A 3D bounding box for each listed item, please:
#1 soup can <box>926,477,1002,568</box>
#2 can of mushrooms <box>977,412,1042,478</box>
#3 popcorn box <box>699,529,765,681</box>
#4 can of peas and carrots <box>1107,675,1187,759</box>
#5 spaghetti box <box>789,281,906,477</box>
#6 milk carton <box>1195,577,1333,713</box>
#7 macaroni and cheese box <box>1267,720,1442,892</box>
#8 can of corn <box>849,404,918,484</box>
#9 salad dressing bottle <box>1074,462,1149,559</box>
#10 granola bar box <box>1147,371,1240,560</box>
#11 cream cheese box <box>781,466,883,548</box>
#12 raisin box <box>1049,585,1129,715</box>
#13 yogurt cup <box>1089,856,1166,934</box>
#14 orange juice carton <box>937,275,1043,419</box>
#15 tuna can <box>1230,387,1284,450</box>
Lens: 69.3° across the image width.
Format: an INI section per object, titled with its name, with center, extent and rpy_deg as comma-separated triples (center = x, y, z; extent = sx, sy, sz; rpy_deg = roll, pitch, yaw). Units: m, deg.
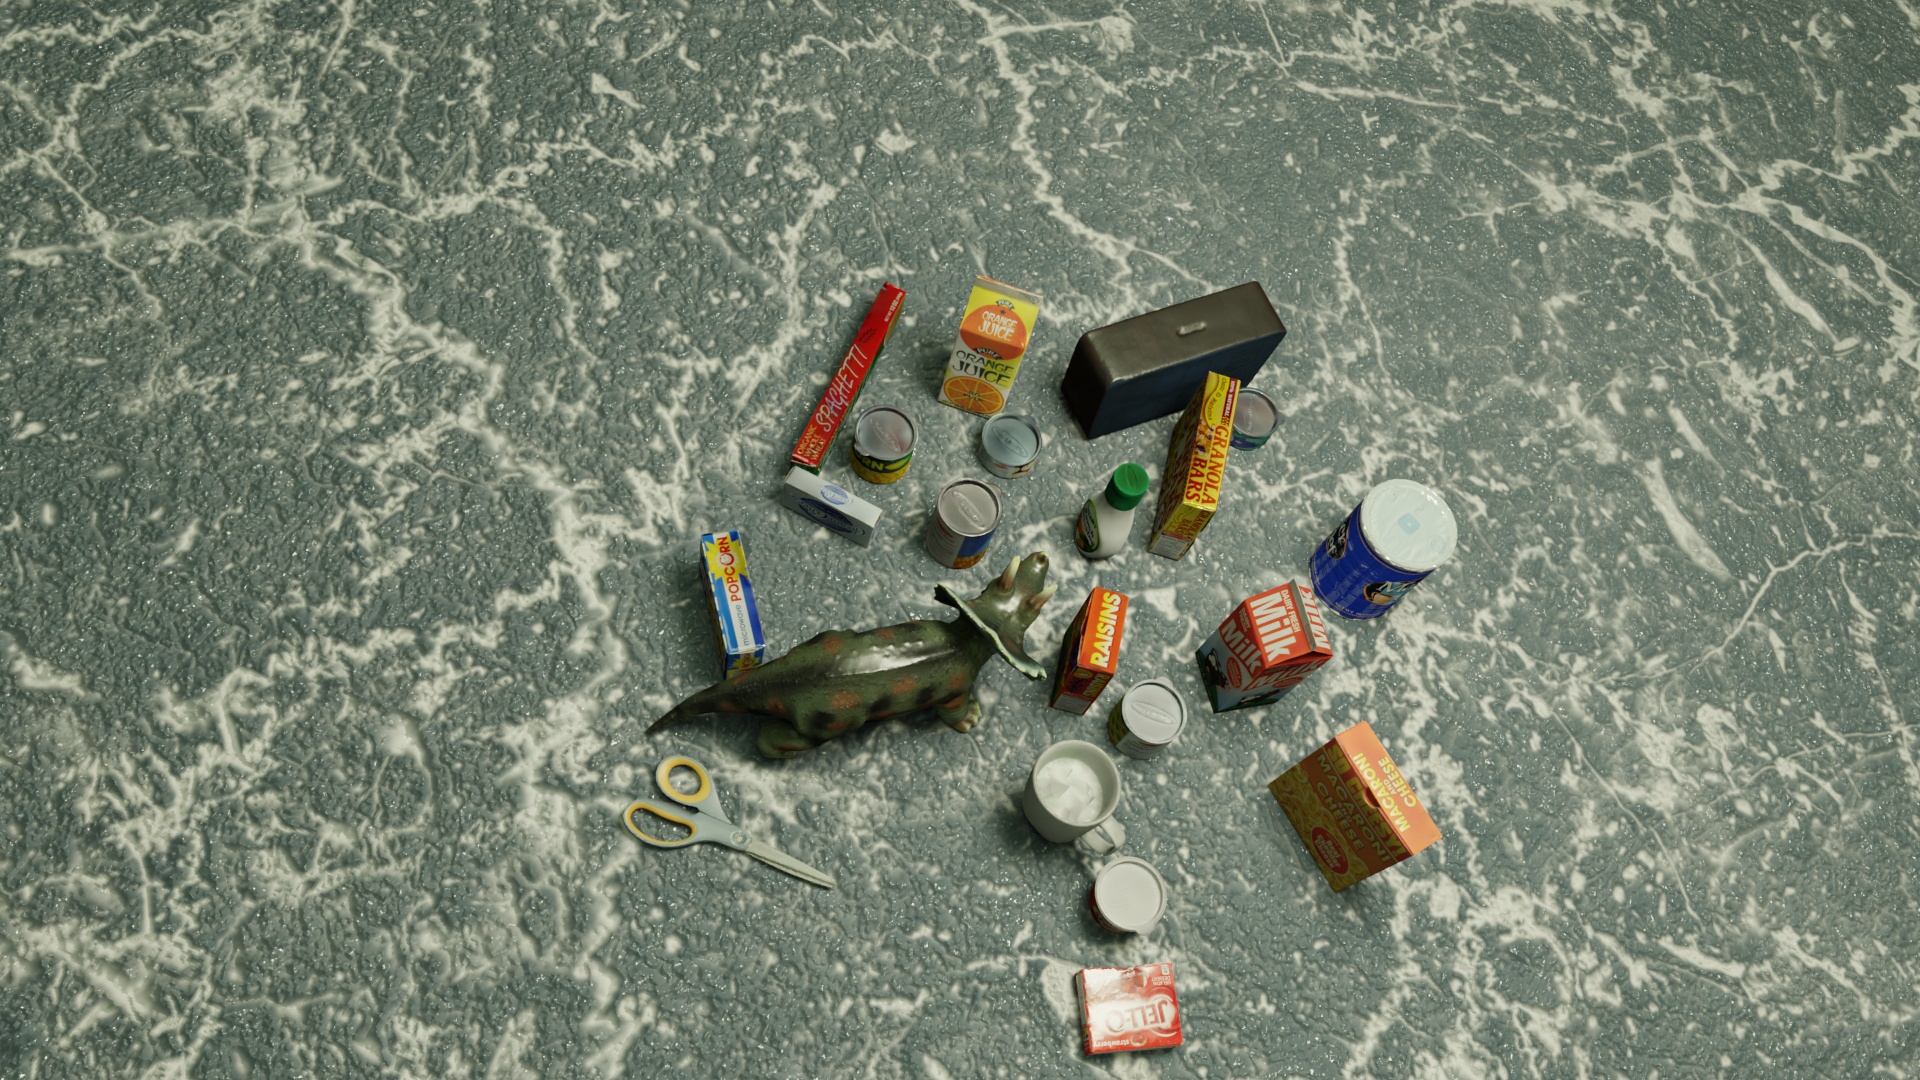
[soup can]
center = 0.005, -0.018, 1.422
extent = 0.071, 0.083, 0.071
rpy_deg = 4, 64, -9
[can of mushrooms]
center = 0.054, -0.103, 1.501
extent = 0.071, 0.033, 0.071
rpy_deg = 4, 64, -9
[popcorn box]
center = -0.221, 0.064, 1.338
extent = 0.038, 0.085, 0.127
rpy_deg = -10, 67, -15
[can of peas and carrots]
center = 0.185, 0.175, 1.377
extent = 0.071, 0.058, 0.071
rpy_deg = 4, 64, -9
[spaghetti box]
center = -0.120, -0.168, 1.489
extent = 0.029, 0.050, 0.251
rpy_deg = 23, 63, 1
[milk carton]
center = 0.301, 0.104, 1.360
extent = 0.073, 0.189, 0.072
rpy_deg = -8, 67, -14
[macaroni and cheese box]
center = 0.368, 0.255, 1.313
extent = 0.040, 0.165, 0.124
rpy_deg = -24, 71, -20
[can of corn]
center = -0.083, -0.099, 1.458
extent = 0.071, 0.058, 0.071
rpy_deg = 4, 64, -9
[salad dressing bottle]
center = 0.155, -0.031, 1.421
extent = 0.044, 0.147, 0.064
rpy_deg = -6, 66, -13
[granola bar box]
center = 0.249, -0.078, 1.474
extent = 0.039, 0.123, 0.166
rpy_deg = 17, 63, -2
[cream cheese box]
center = -0.131, -0.034, 1.420
extent = 0.104, 0.053, 0.024
rpy_deg = 27, 63, 3
[raisin box]
center = 0.125, 0.109, 1.361
extent = 0.040, 0.123, 0.086
rpy_deg = 17, 63, -3
[yogurt cup]
center = 0.153, 0.334, 1.296
extent = 0.072, 0.053, 0.072
rpy_deg = 4, 64, -9
[orange juice carton]
center = 0.033, -0.211, 1.459
extent = 0.072, 0.191, 0.073
rpy_deg = 19, 63, -2
[tuna can]
center = 0.327, -0.137, 1.569
extent = 0.071, 0.032, 0.071
rpy_deg = 4, 64, -9
